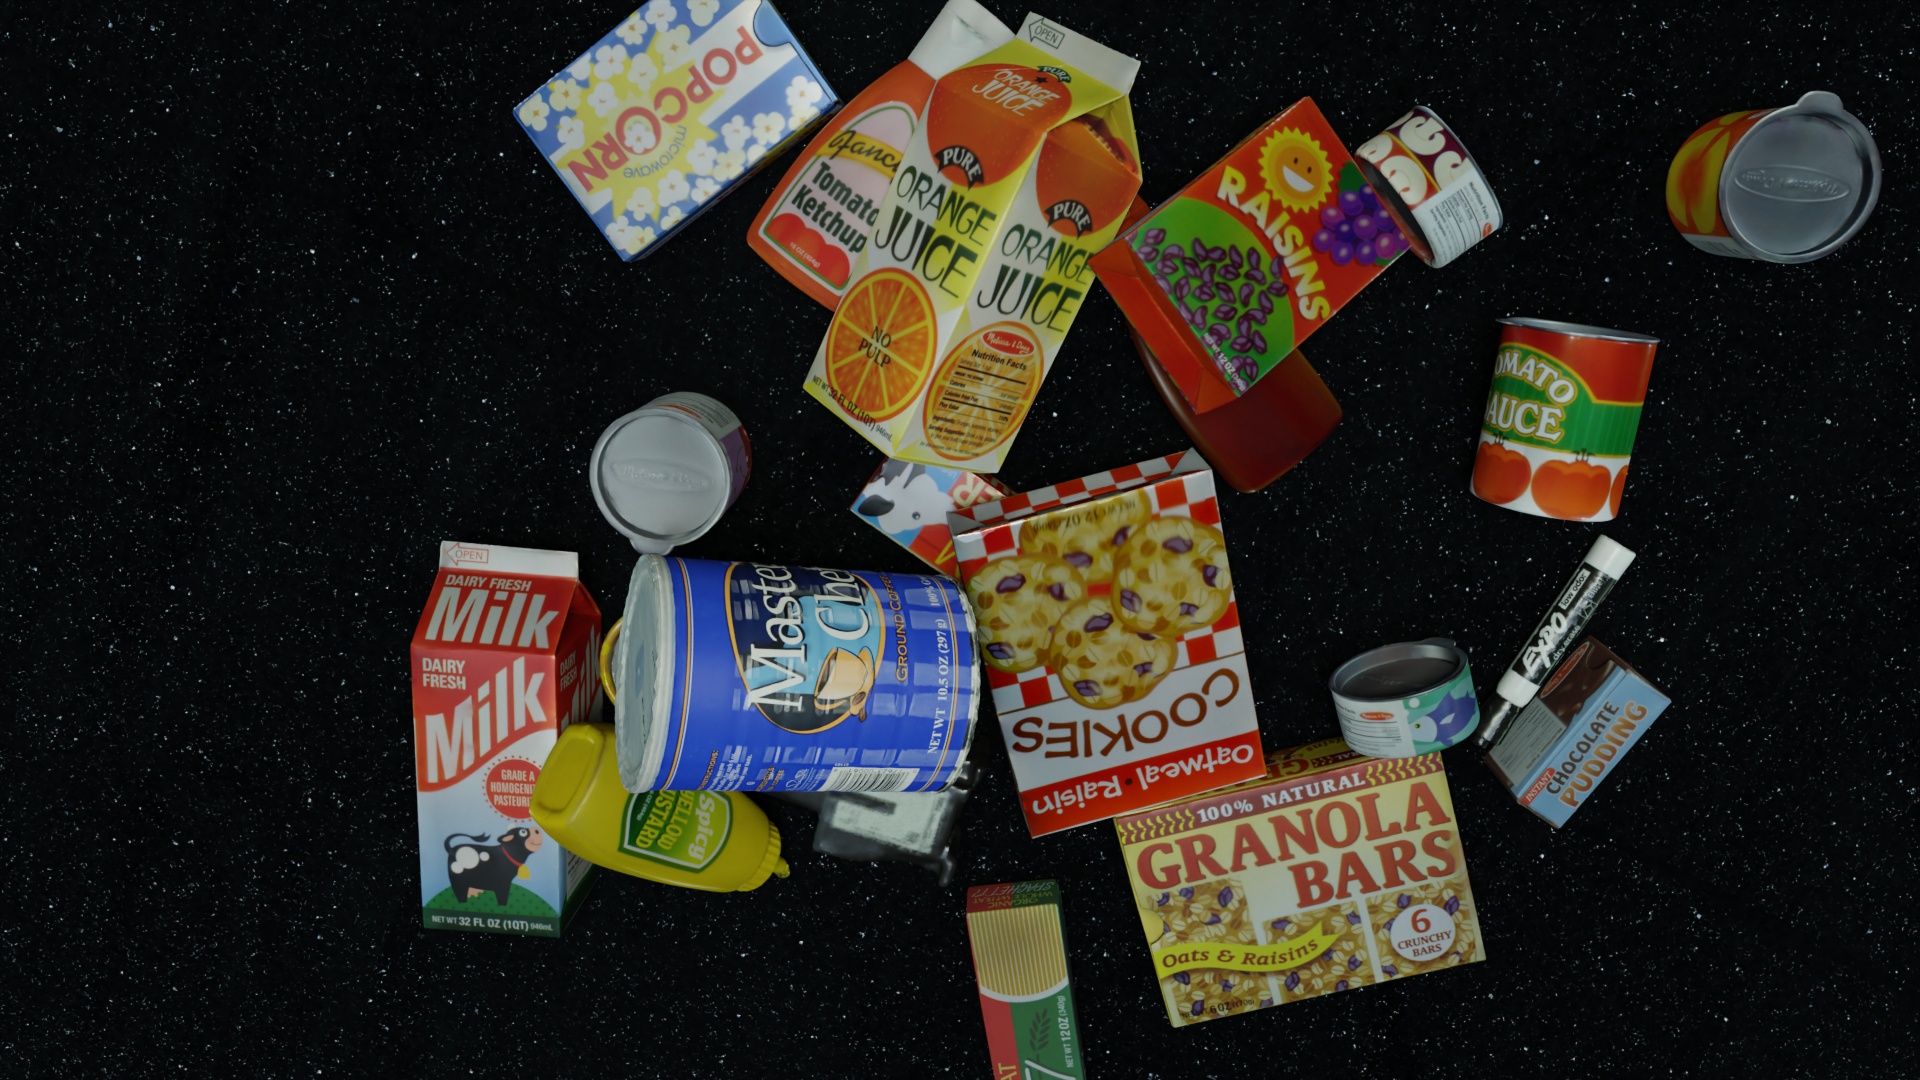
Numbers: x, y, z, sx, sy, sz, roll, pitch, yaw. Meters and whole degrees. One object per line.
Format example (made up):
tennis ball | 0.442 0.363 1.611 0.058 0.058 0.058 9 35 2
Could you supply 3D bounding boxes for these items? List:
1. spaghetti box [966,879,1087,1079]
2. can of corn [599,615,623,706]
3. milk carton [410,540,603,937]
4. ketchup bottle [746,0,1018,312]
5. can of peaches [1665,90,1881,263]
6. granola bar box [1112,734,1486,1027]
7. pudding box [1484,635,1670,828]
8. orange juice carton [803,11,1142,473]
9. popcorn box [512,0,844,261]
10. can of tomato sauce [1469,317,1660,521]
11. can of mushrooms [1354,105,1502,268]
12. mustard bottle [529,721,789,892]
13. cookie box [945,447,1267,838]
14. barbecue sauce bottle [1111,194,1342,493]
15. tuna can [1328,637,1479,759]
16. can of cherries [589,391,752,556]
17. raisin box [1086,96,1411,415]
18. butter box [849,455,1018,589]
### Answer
spaghetti box | 0.046 0.306 0.759 0.050 0.029 0.249 -8 103 6
can of corn | -0.143 0.056 0.694 0.071 0.058 0.071 1 104 3
milk carton | -0.226 0.095 0.700 0.072 0.073 0.190 4 104 3
ketchup bottle | -0.032 -0.179 0.638 0.065 0.043 0.148 39 102 1
can of peaches | 0.357 -0.160 0.614 0.071 0.058 0.071 1 103 4
granola bar box | 0.172 0.171 0.714 0.165 0.039 0.124 -15 102 6
pudding box | 0.301 0.093 0.682 0.030 0.050 0.083 33 103 -6
orange juice carton | 0.012 -0.132 0.615 0.072 0.073 0.192 39 110 37
popcorn box | -0.129 -0.199 0.642 0.126 0.038 0.085 -34 98 11
can of tomato sauce | 0.274 -0.057 0.638 0.071 0.071 0.082 7 105 2
can of mushrooms | 0.207 -0.158 0.620 0.033 0.071 0.071 -36 99 12
mustard bottle | -0.136 0.142 0.694 0.160 0.049 0.065 36 68 -43
cookie box | 0.072 0.052 0.673 0.123 0.040 0.166 -15 111 -1
barbecue sauce bottle | 0.111 -0.096 0.650 0.065 0.044 0.148 -40 98 -1
tuna can | 0.218 0.076 0.676 0.071 0.071 0.032 -16 104 7
can of cherries | -0.139 -0.033 0.672 0.071 0.058 0.071 1 104 2
raisin box | 0.129 -0.126 0.614 0.124 0.040 0.086 -40 97 -21
butter box | 0.002 -0.009 0.688 0.103 0.024 0.053 34 104 -5
